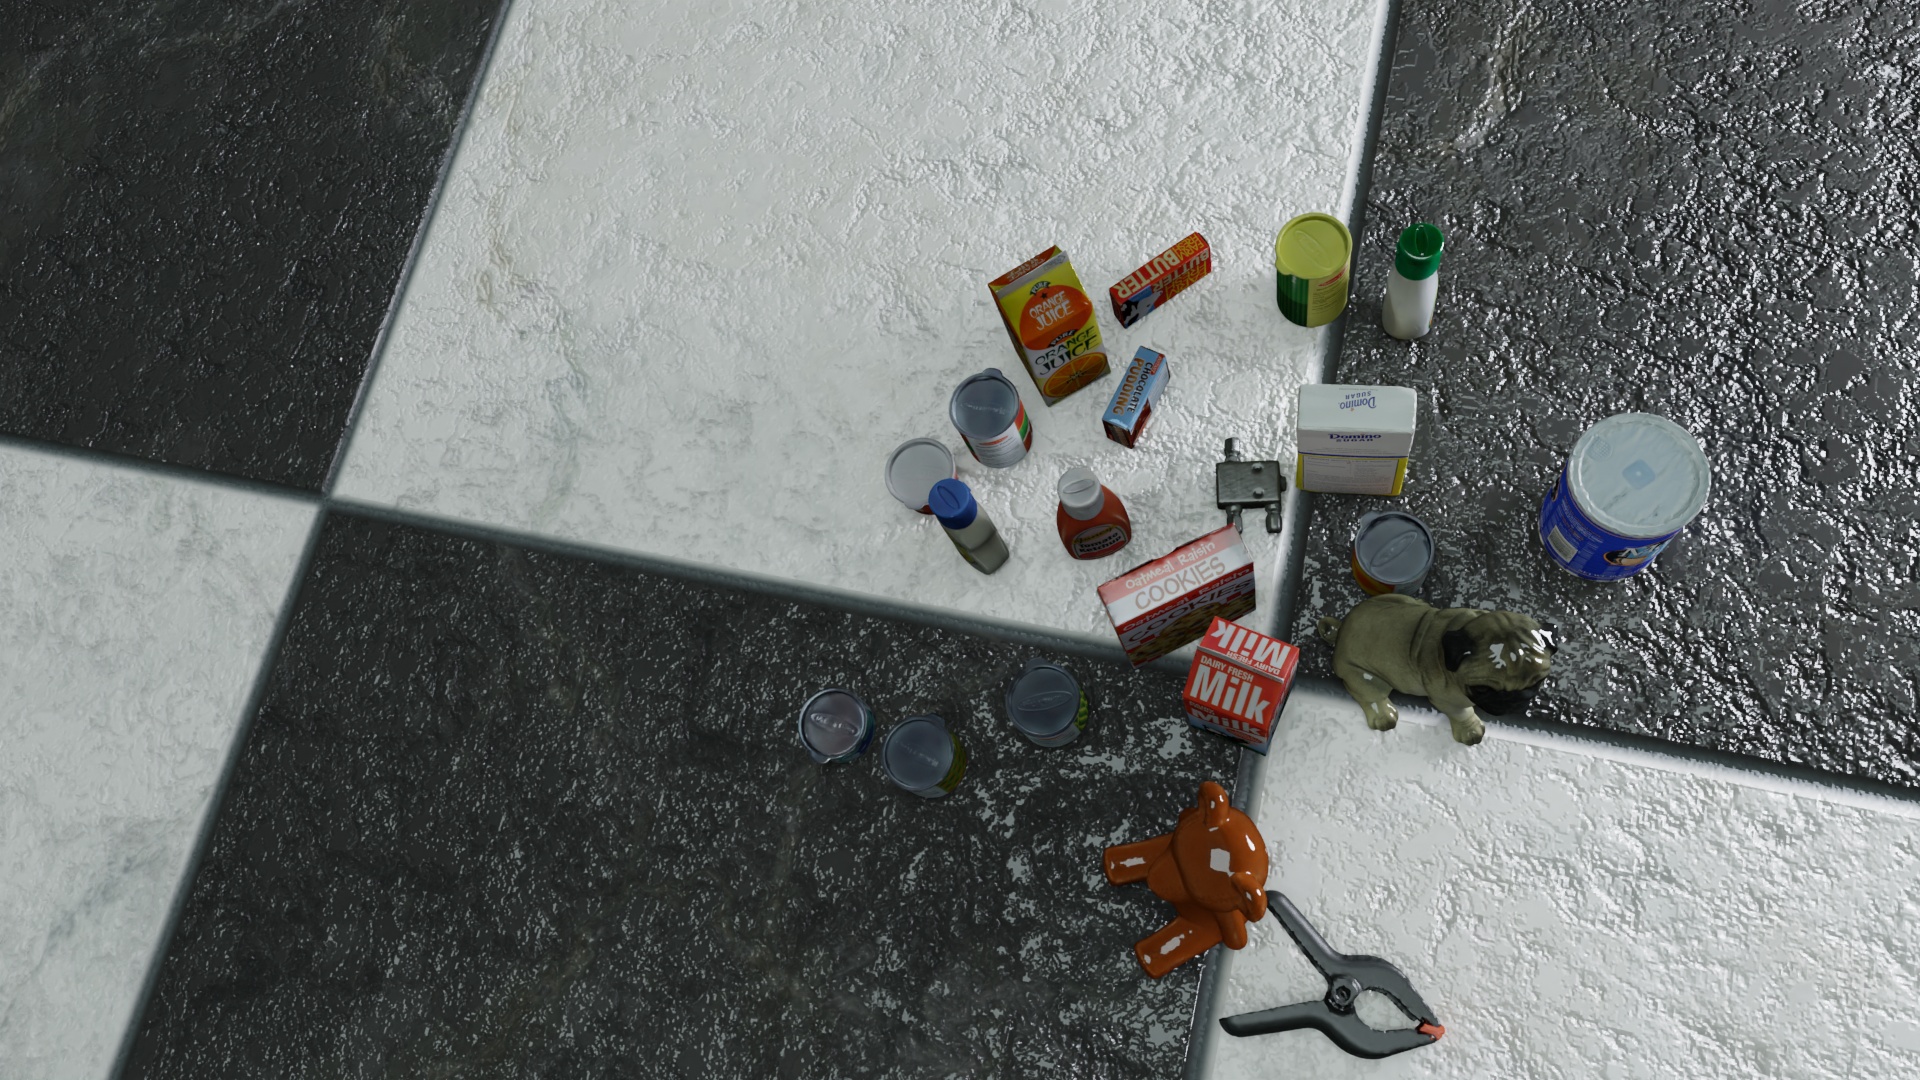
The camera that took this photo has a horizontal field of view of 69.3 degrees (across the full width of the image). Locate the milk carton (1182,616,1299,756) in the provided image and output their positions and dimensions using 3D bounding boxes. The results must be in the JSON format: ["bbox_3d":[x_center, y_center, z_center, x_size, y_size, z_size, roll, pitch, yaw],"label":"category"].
[{"bbox_3d":[0.229,0.118,1.134,0.072,0.190,0.073,21,79,18],"label":"milk carton"}]

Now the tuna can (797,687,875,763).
[{"bbox_3d":[-0.114,0.173,1.277,0.071,0.032,0.071,-4,72,11],"label":"tuna can"}]

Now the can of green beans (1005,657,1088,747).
[{"bbox_3d":[0.077,0.146,1.229,0.071,0.057,0.071,-4,72,12],"label":"can of green beans"}]

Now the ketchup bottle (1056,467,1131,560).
[{"bbox_3d":[0.113,-0.024,1.227,0.065,0.148,0.043,-19,70,7],"label":"ketchup bottle"}]

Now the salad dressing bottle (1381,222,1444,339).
[{"bbox_3d":[0.401,-0.229,1.229,0.044,0.147,0.064,-2,73,12],"label":"salad dressing bottle"}]

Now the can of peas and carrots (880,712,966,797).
[{"bbox_3d":[-0.031,0.191,1.239,0.071,0.058,0.071,-4,72,12],"label":"can of peas and carrots"}]

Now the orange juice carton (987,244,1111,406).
[{"bbox_3d":[0.080,-0.201,1.268,0.072,0.192,0.073,-29,69,3],"label":"orange juice carton"}]

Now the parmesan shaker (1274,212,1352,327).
[{"bbox_3d":[0.321,-0.245,1.276,0.071,0.103,0.071,-4,72,12],"label":"parmesan shaker"}]

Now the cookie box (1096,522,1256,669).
[{"bbox_3d":[0.186,0.050,1.178,0.123,0.167,0.040,-26,69,4],"label":"cookie box"}]

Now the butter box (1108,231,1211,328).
[{"bbox_3d":[0.192,-0.250,1.333,0.103,0.053,0.024,-34,69,1],"label":"butter box"}]

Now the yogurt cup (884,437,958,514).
[{"bbox_3d":[-0.033,-0.058,1.321,0.072,0.054,0.072,-4,72,11],"label":"yogurt cup"}]

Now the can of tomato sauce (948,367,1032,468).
[{"bbox_3d":[0.030,-0.114,1.310,0.071,0.083,0.071,-4,72,12],"label":"can of tomato sauce"}]

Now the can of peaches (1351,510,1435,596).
[{"bbox_3d":[0.373,0.012,1.207,0.071,0.058,0.071,-4,72,12],"label":"can of peaches"}]

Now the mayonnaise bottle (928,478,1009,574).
[{"bbox_3d":[0.004,-0.016,1.249,0.041,0.147,0.065,-42,69,-2],"label":"mayonnaise bottle"}]

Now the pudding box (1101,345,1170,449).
[{"bbox_3d":[0.165,-0.134,1.304,0.030,0.049,0.084,24,79,18],"label":"pudding box"}]
